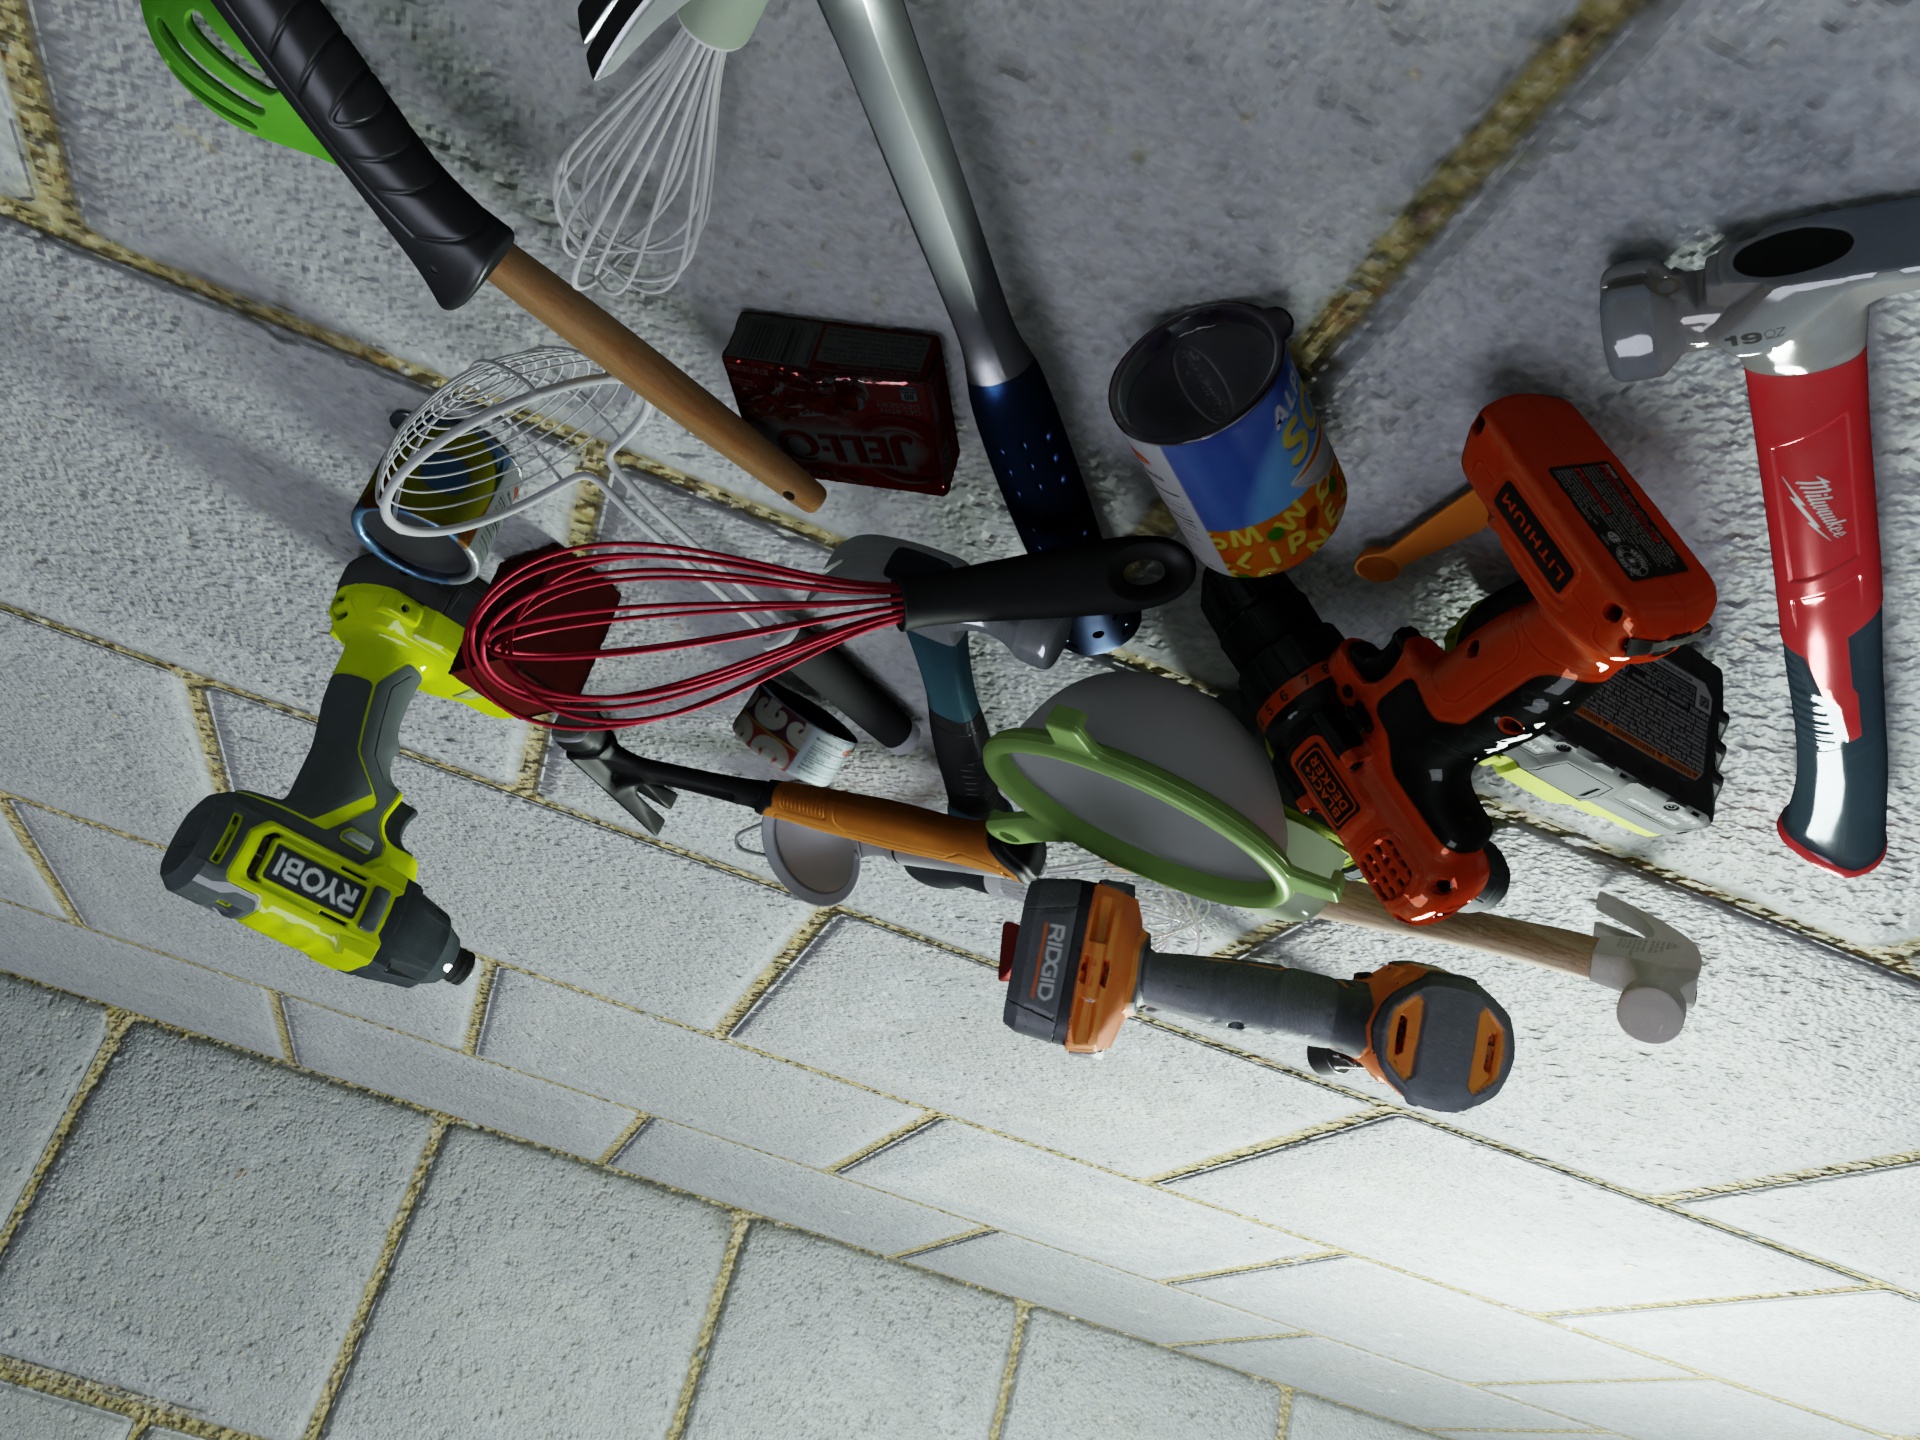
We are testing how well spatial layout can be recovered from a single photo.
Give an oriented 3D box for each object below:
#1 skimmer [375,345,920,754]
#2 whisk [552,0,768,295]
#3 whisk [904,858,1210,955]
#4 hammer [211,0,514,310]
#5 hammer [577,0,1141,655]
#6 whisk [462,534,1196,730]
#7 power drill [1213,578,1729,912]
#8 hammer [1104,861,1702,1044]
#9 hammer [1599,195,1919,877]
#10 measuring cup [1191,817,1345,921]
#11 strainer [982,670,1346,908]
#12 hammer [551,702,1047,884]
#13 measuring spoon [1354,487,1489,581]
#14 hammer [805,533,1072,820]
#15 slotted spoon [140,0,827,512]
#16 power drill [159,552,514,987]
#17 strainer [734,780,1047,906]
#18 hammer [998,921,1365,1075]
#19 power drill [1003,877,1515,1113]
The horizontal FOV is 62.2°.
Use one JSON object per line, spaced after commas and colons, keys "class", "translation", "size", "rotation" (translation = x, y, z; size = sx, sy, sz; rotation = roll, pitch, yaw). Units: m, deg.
{"class": "skimmer", "translation": [-0.123, -0.054, 0.782], "size": [0.127, 0.090, 0.362], "rotation": [-31, 137, 17]}
{"class": "whisk", "translation": [-0.081, -0.218, 0.508], "size": [0.057, 0.059, 0.246], "rotation": [40, 143, -8]}
{"class": "whisk", "translation": [0.046, 0.101, 0.975], "size": [0.070, 0.070, 0.285], "rotation": [35, 164, -32]}
{"class": "hammer", "translation": [-0.247, -0.262, 0.479], "size": [0.146, 0.035, 0.334], "rotation": [4, 145, 33]}
{"class": "hammer", "translation": [0.006, -0.136, 0.584], "size": [0.144, 0.035, 0.405], "rotation": [-20, 149, 6]}
{"class": "whisk", "translation": [-0.043, -0.045, 0.627], "size": [0.295, 0.073, 0.073], "rotation": [-8, 157, -15]}
{"class": "power drill", "translation": [0.240, 0.027, 0.755], "size": [0.190, 0.080, 0.228], "rotation": [27, 154, -17]}
{"class": "hammer", "translation": [0.238, 0.105, 0.897], "size": [0.331, 0.031, 0.130], "rotation": [12, -163, 28]}
{"class": "hammer", "translation": [0.351, -0.041, 0.609], "size": [0.143, 0.038, 0.385], "rotation": [-4, 147, 30]}
{"class": "measuring cup", "translation": [0.113, 0.067, 0.815], "size": [0.168, 0.038, 0.083], "rotation": [8, 159, 40]}
{"class": "strainer", "translation": [0.074, 0.027, 0.764], "size": [0.151, 0.069, 0.256], "rotation": [31, 166, -13]}
{"class": "hammer", "translation": [-0.097, 0.056, 0.984], "size": [0.337, 0.034, 0.127], "rotation": [10, 153, 30]}
{"class": "measuring spoon", "translation": [0.203, -0.085, 0.641], "size": [0.021, 0.011, 0.117], "rotation": [27, 147, -21]}
{"class": "hammer", "translation": [-0.001, -0.003, 0.831], "size": [0.128, 0.033, 0.330], "rotation": [24, 162, 14]}
{"class": "slotted spoon", "translation": [-0.175, -0.177, 0.617], "size": [0.313, 0.031, 0.070], "rotation": [36, 147, -24]}
{"class": "power drill", "translation": [-0.317, 0.030, 0.898], "size": [0.080, 0.223, 0.171], "rotation": [-13, 141, 44]}
{"class": "strainer", "translation": [-0.043, 0.082, 1.011], "size": [0.258, 0.087, 0.050], "rotation": [3, -165, 43]}
{"class": "hammer", "translation": [0.180, 0.190, 1.066], "size": [0.358, 0.037, 0.149], "rotation": [19, 155, -29]}
{"class": "power drill", "translation": [0.143, 0.136, 0.790], "size": [0.226, 0.084, 0.164], "rotation": [11, 176, 8]}
